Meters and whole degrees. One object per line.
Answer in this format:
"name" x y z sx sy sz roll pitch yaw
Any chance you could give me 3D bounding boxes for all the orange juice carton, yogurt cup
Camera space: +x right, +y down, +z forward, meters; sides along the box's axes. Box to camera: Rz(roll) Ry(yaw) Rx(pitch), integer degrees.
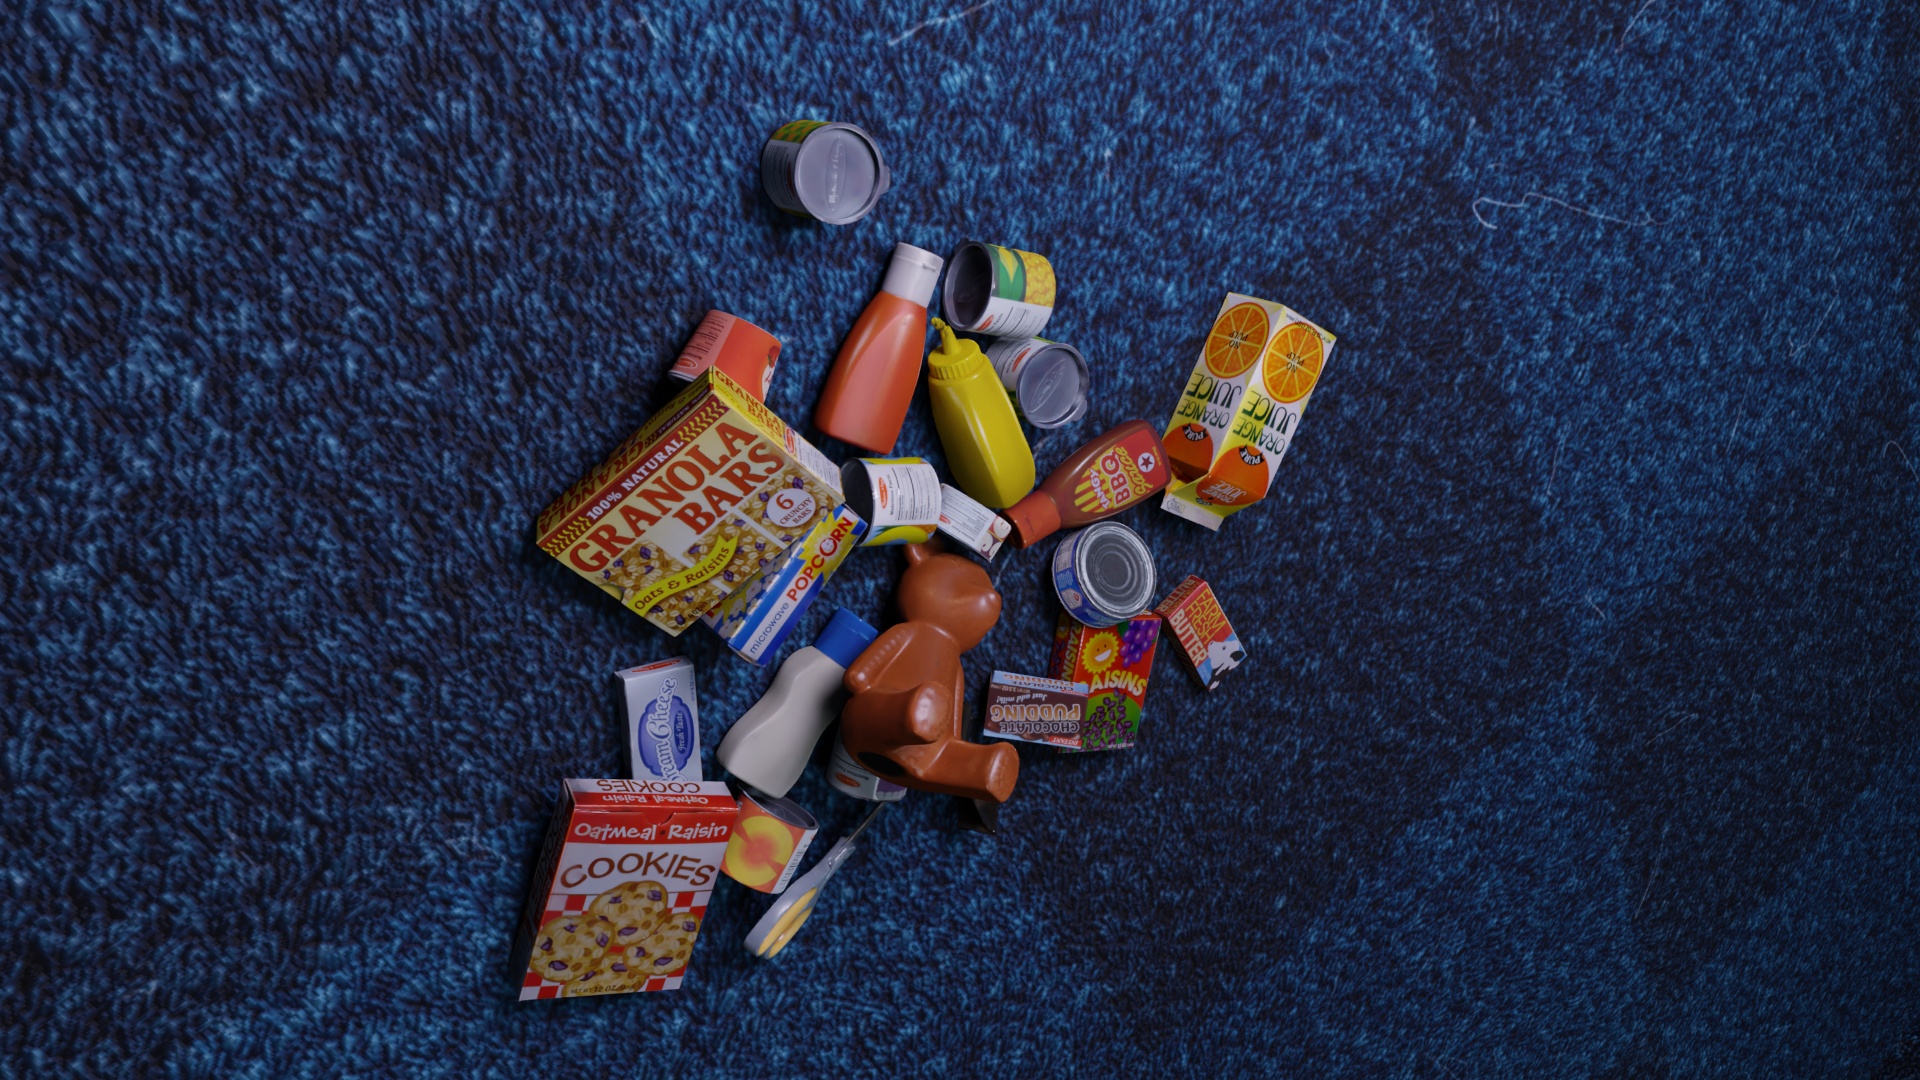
"orange juice carton" 0.234 -0.105 1.178 0.072 0.073 0.192 21 95 -35
"yogurt cup" -0.156 -0.120 0.937 0.072 0.072 0.054 28 83 -35

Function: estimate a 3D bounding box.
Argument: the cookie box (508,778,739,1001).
"cookie box" -0.243 0.252 1.003 0.123 0.040 0.166 8 112 -33

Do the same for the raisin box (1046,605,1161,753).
"raisin box" 0.119 0.118 1.203 0.086 0.040 0.123 2 106 -31

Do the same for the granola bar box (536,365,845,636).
"granola bar box" -0.179 -0.022 0.927 0.165 0.039 0.124 -38 126 16

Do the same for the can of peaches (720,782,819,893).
"can of peaches" -0.152 0.225 1.055 0.071 0.071 0.058 28 91 -35

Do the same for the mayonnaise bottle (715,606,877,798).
"mayonnaise bottle" -0.119 0.120 1.054 0.064 0.041 0.148 40 82 -36

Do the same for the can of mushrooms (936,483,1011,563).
"can of mushrooms" 0.004 -0.013 1.072 0.071 0.071 0.033 34 86 -35

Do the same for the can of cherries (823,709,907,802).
"can of cherries" -0.067 0.164 1.087 0.071 0.071 0.058 8 101 -34

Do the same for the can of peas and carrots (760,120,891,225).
"can of peas and carrots" -0.091 -0.249 0.937 0.071 0.059 0.070 -11 112 -29

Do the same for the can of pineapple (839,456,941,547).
"can of pineapple" -0.056 -0.029 1.030 0.058 0.071 0.070 -2 107 -32

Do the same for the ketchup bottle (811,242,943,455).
"ketchup bottle" -0.054 -0.139 1.005 0.065 0.043 0.148 17 96 -38

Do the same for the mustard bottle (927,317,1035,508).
"mustard bottle" 0.009 -0.099 1.039 0.049 0.065 0.159 -40 129 -27

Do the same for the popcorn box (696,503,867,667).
"popcorn box" -0.133 0.017 0.983 0.038 0.085 0.127 40 83 -36

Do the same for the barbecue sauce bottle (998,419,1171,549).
"barbecue sauce bottle" 0.100 -0.042 1.134 0.149 0.043 0.064 -29 107 -20

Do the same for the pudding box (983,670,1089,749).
"pudding box" 0.063 0.141 1.156 0.084 0.030 0.049 8 105 4

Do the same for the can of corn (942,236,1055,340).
"can of corn" 0.028 -0.187 1.029 0.058 0.071 0.071 4 104 -33

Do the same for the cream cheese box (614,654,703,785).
"cream cheese box" -0.218 0.138 1.008 0.053 0.024 0.103 -11 111 -27

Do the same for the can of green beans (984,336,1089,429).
"can of green beans" 0.056 -0.124 1.070 0.071 0.058 0.071 -11 111 -29

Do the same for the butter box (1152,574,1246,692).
"butter box" 0.218 0.084 1.261 0.053 0.024 0.103 -43 123 -13
